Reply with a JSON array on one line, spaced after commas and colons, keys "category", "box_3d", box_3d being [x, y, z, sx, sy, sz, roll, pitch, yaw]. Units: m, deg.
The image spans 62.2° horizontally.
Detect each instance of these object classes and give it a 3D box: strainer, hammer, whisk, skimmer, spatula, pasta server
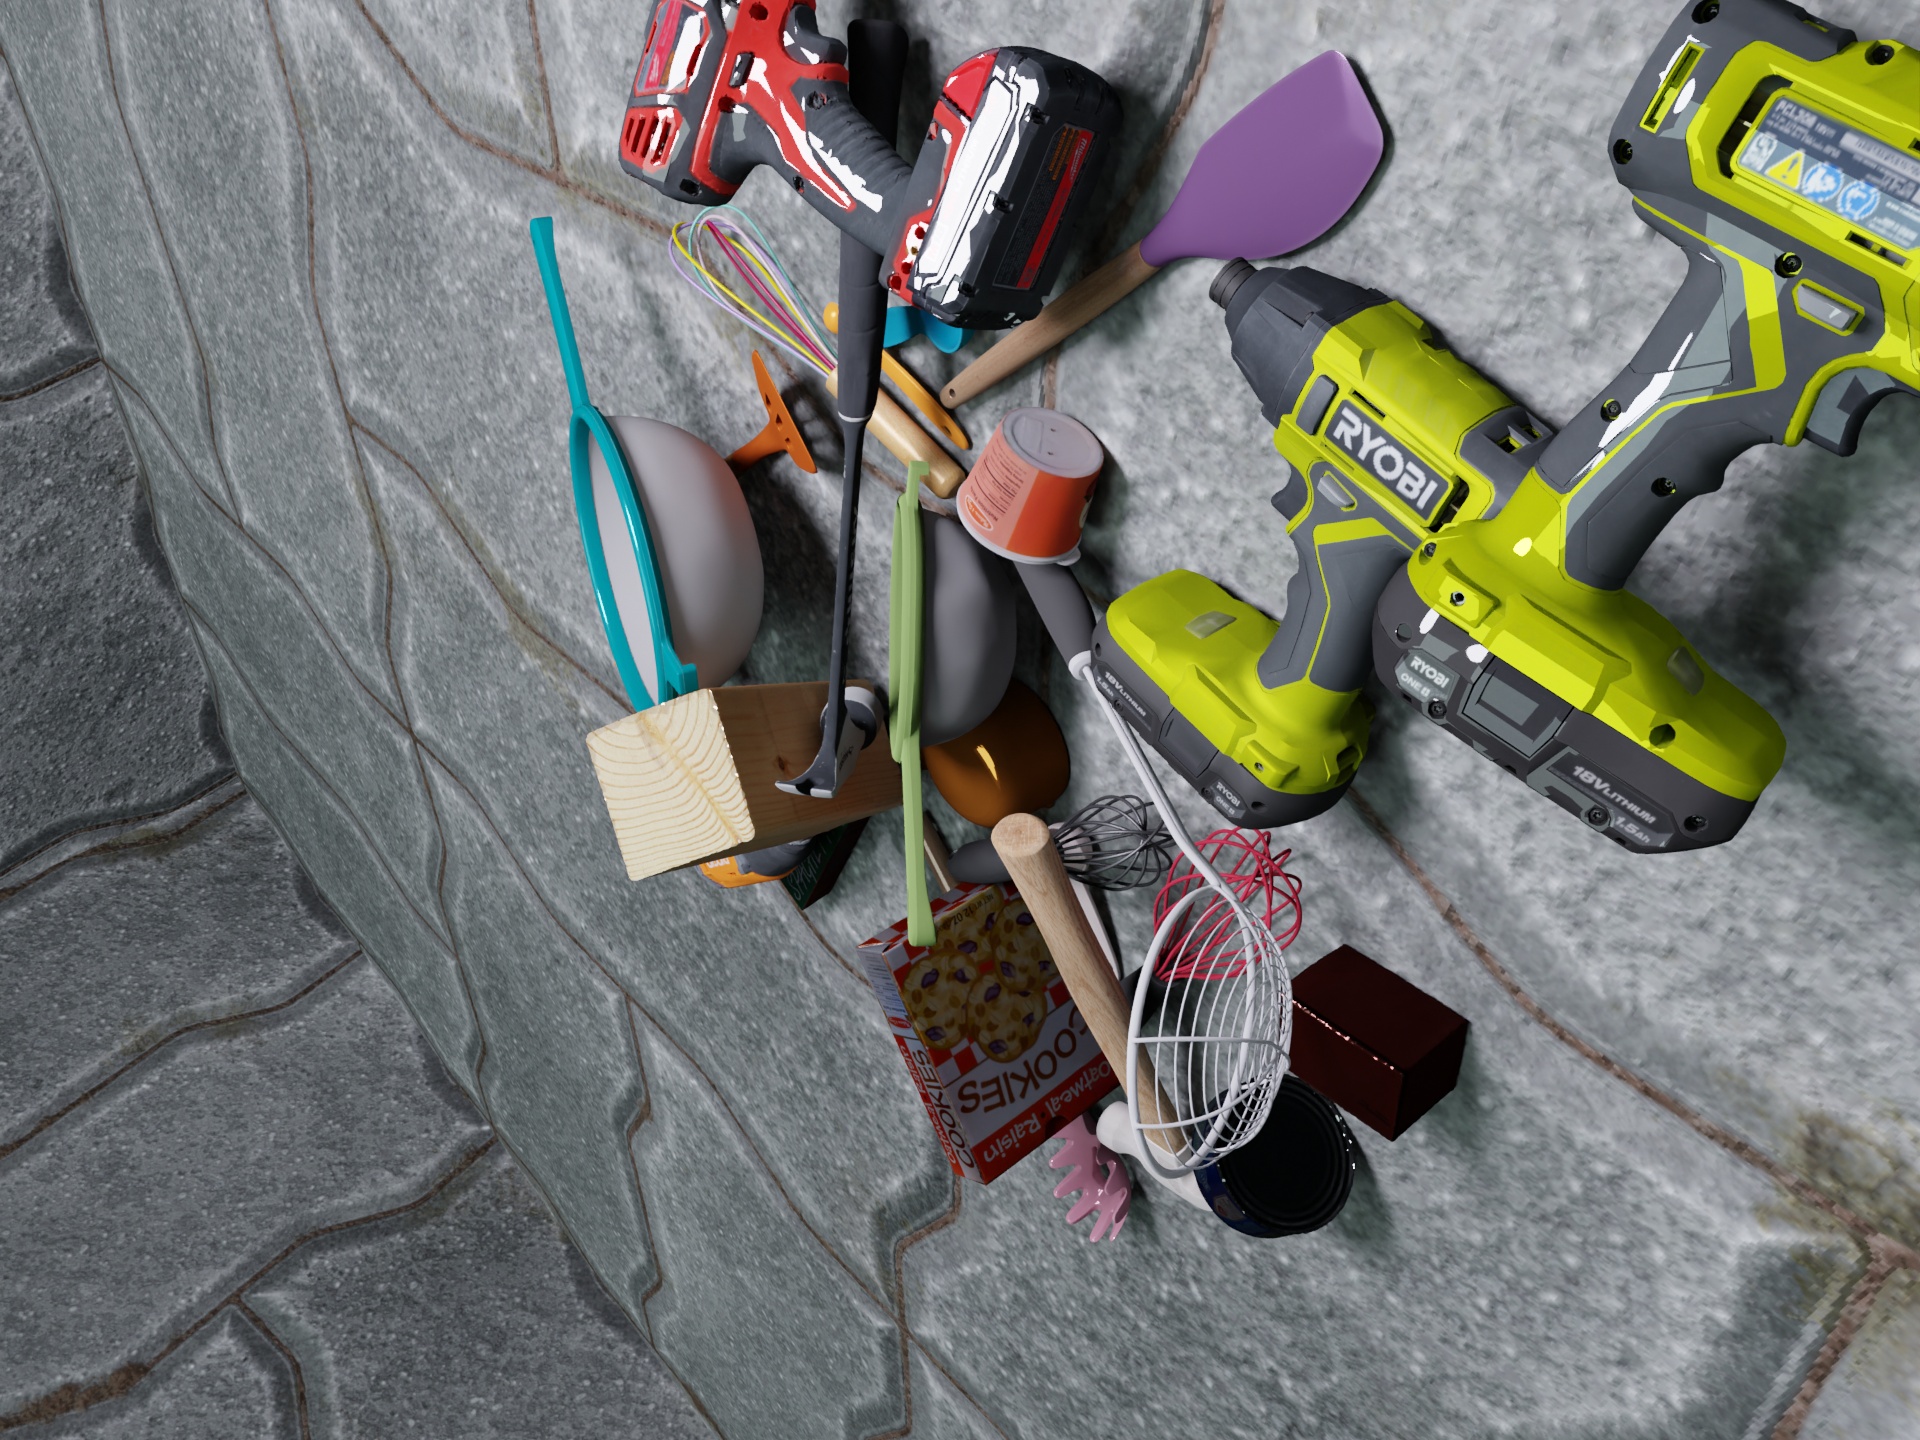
[{"category": "strainer", "box_3d": [-0.001, -0.003, 0.865, 0.151, 0.069, 0.257, 102, 166, -65]}, {"category": "hammer", "box_3d": [-0.058, -0.148, 0.840, 0.036, 0.149, 0.408, 8, 113, 5]}, {"category": "whisk", "box_3d": [0.051, 0.076, 0.926, 0.239, 0.055, 0.055, -17, 101, 62]}, {"category": "whisk", "box_3d": [-0.082, -0.217, 0.925, 0.245, 0.051, 0.047, 46, -172, 15]}, {"category": "strainer", "box_3d": [-0.196, -0.166, 1.027, 0.211, 0.095, 0.340, 156, 100, -71]}, {"category": "hammer", "box_3d": [0.089, 0.177, 0.918, 0.130, 0.031, 0.331, 24, 149, 46]}, {"category": "skimmer", "box_3d": [0.062, 0.035, 0.772, 0.127, 0.090, 0.364, 33, -153, -53]}, {"category": "spatula", "box_3d": [0.074, -0.201, 0.727, 0.316, 0.018, 0.060, -19, 100, 58]}, {"category": "spatula", "box_3d": [-0.165, -0.167, 1.081, 0.322, 0.041, 0.081, -17, 101, 59]}, {"category": "whisk", "box_3d": [0.122, 0.132, 0.893, 0.073, 0.073, 0.295, 52, 155, 15]}, {"category": "pasta server", "box_3d": [0.037, 0.208, 1.093, 0.060, 0.040, 0.316, -27, 91, 53]}]

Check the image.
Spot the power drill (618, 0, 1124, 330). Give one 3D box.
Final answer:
[{"category": "power drill", "box_3d": [-0.044, -0.294, 0.708, 0.227, 0.080, 0.187, 33, 114, 20]}]

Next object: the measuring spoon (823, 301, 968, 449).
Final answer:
[{"category": "measuring spoon", "box_3d": [-0.038, -0.191, 0.889, 0.117, 0.011, 0.021, 46, 165, 10]}]

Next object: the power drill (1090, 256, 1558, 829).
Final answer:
[{"category": "power drill", "box_3d": [0.143, -0.073, 0.679, 0.171, 0.080, 0.223, 46, 142, 21]}]

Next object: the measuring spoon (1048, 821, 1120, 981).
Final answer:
[{"category": "measuring spoon", "box_3d": [0.081, 0.111, 0.977, 0.034, 0.018, 0.124, 13, 132, 47]}]

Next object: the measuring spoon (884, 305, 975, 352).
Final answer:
[{"category": "measuring spoon", "box_3d": [-0.023, -0.218, 0.862, 0.129, 0.021, 0.042, 14, 125, 62]}]

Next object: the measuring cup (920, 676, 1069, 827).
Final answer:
[{"category": "measuring cup", "box_3d": [-0.006, 0.026, 0.991, 0.173, 0.052, 0.095, -12, 105, 56]}]

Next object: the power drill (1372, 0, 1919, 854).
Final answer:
[{"category": "power drill", "box_3d": [0.248, -0.074, 0.477, 0.191, 0.080, 0.228, 37, 124, 18]}]

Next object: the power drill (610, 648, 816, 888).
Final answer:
[{"category": "power drill", "box_3d": [-0.175, 0.012, 1.172, 0.164, 0.084, 0.226, -18, 93, 61]}]
